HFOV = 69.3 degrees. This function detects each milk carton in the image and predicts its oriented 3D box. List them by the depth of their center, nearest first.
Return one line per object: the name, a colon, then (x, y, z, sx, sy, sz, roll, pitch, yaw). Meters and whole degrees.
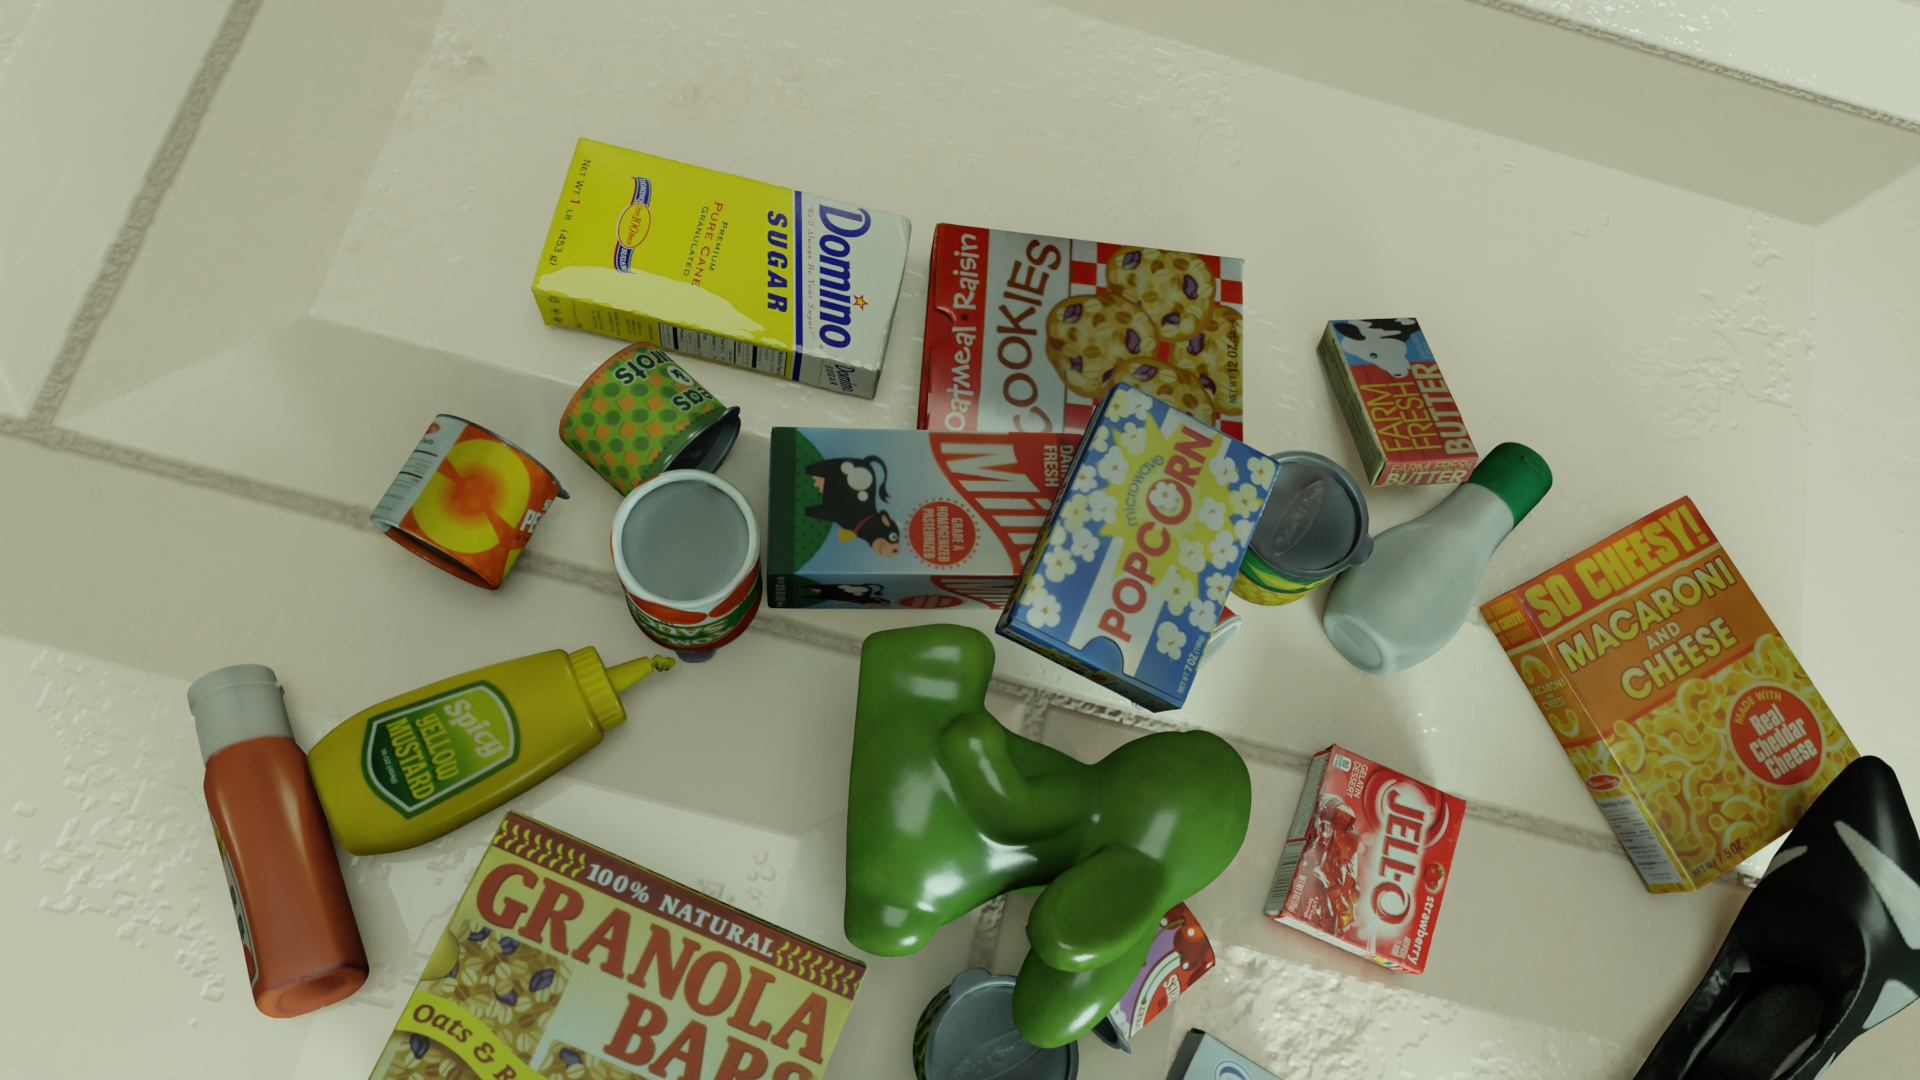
milk carton: (0.002, -0.008, 0.675, 0.191, 0.072, 0.073, 1, 74, -8)

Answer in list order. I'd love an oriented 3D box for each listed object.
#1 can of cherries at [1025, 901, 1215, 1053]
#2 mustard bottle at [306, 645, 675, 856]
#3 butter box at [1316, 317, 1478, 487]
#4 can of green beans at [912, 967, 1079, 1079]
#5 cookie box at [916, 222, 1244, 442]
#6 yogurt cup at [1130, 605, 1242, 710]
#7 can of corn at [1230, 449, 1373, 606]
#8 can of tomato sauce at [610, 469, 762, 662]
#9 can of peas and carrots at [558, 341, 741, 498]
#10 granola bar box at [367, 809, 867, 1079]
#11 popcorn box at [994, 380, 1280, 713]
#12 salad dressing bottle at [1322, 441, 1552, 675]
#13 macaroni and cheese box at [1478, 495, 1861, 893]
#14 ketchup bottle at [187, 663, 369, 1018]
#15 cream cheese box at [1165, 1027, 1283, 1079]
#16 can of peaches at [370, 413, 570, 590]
can of cherries: (0.074, 0.185, 0.626, 0.058, 0.071, 0.071, -34, 80, -17)
mustard bottle: (-0.206, 0.084, 0.628, 0.161, 0.048, 0.065, -25, 79, -15)
butter box: (0.231, -0.074, 0.737, 0.053, 0.024, 0.104, -4, 53, -8)
can of green beans: (0.014, 0.225, 0.610, 0.071, 0.057, 0.071, 2, 73, -7)
cookie box: (0.063, -0.096, 0.729, 0.167, 0.040, 0.123, 6, 72, -6)
yogurt cup: (0.095, 0.042, 0.678, 0.072, 0.072, 0.054, -34, 72, -16)
can of corn: (0.166, -0.003, 0.704, 0.071, 0.058, 0.071, 2, 72, -7)
can of tomato sauce: (-0.126, 0.013, 0.644, 0.071, 0.083, 0.071, 2, 72, -7)
can of peas and carrots: (-0.149, -0.055, 0.670, 0.059, 0.070, 0.071, 41, 72, 6)
granola bar box: (-0.138, 0.201, 0.571, 0.165, 0.039, 0.124, 24, 72, -2)
popcorn box: (0.080, 0.003, 0.625, 0.085, 0.038, 0.127, 27, 73, -6)
salad dressing bottle: (0.251, 0.007, 0.722, 0.148, 0.043, 0.064, -41, 80, -19)
macaroni and cheese box: (0.366, 0.077, 0.717, 0.124, 0.040, 0.166, -25, 78, -15)
ketchup bottle: (-0.296, 0.125, 0.598, 0.044, 0.064, 0.149, -16, 66, -25)
cream cheese box: (0.107, 0.280, 0.624, 0.053, 0.024, 0.104, 30, 71, 1)
can of peaches: (-0.228, -0.016, 0.649, 0.071, 0.071, 0.058, 27, 71, 1)
